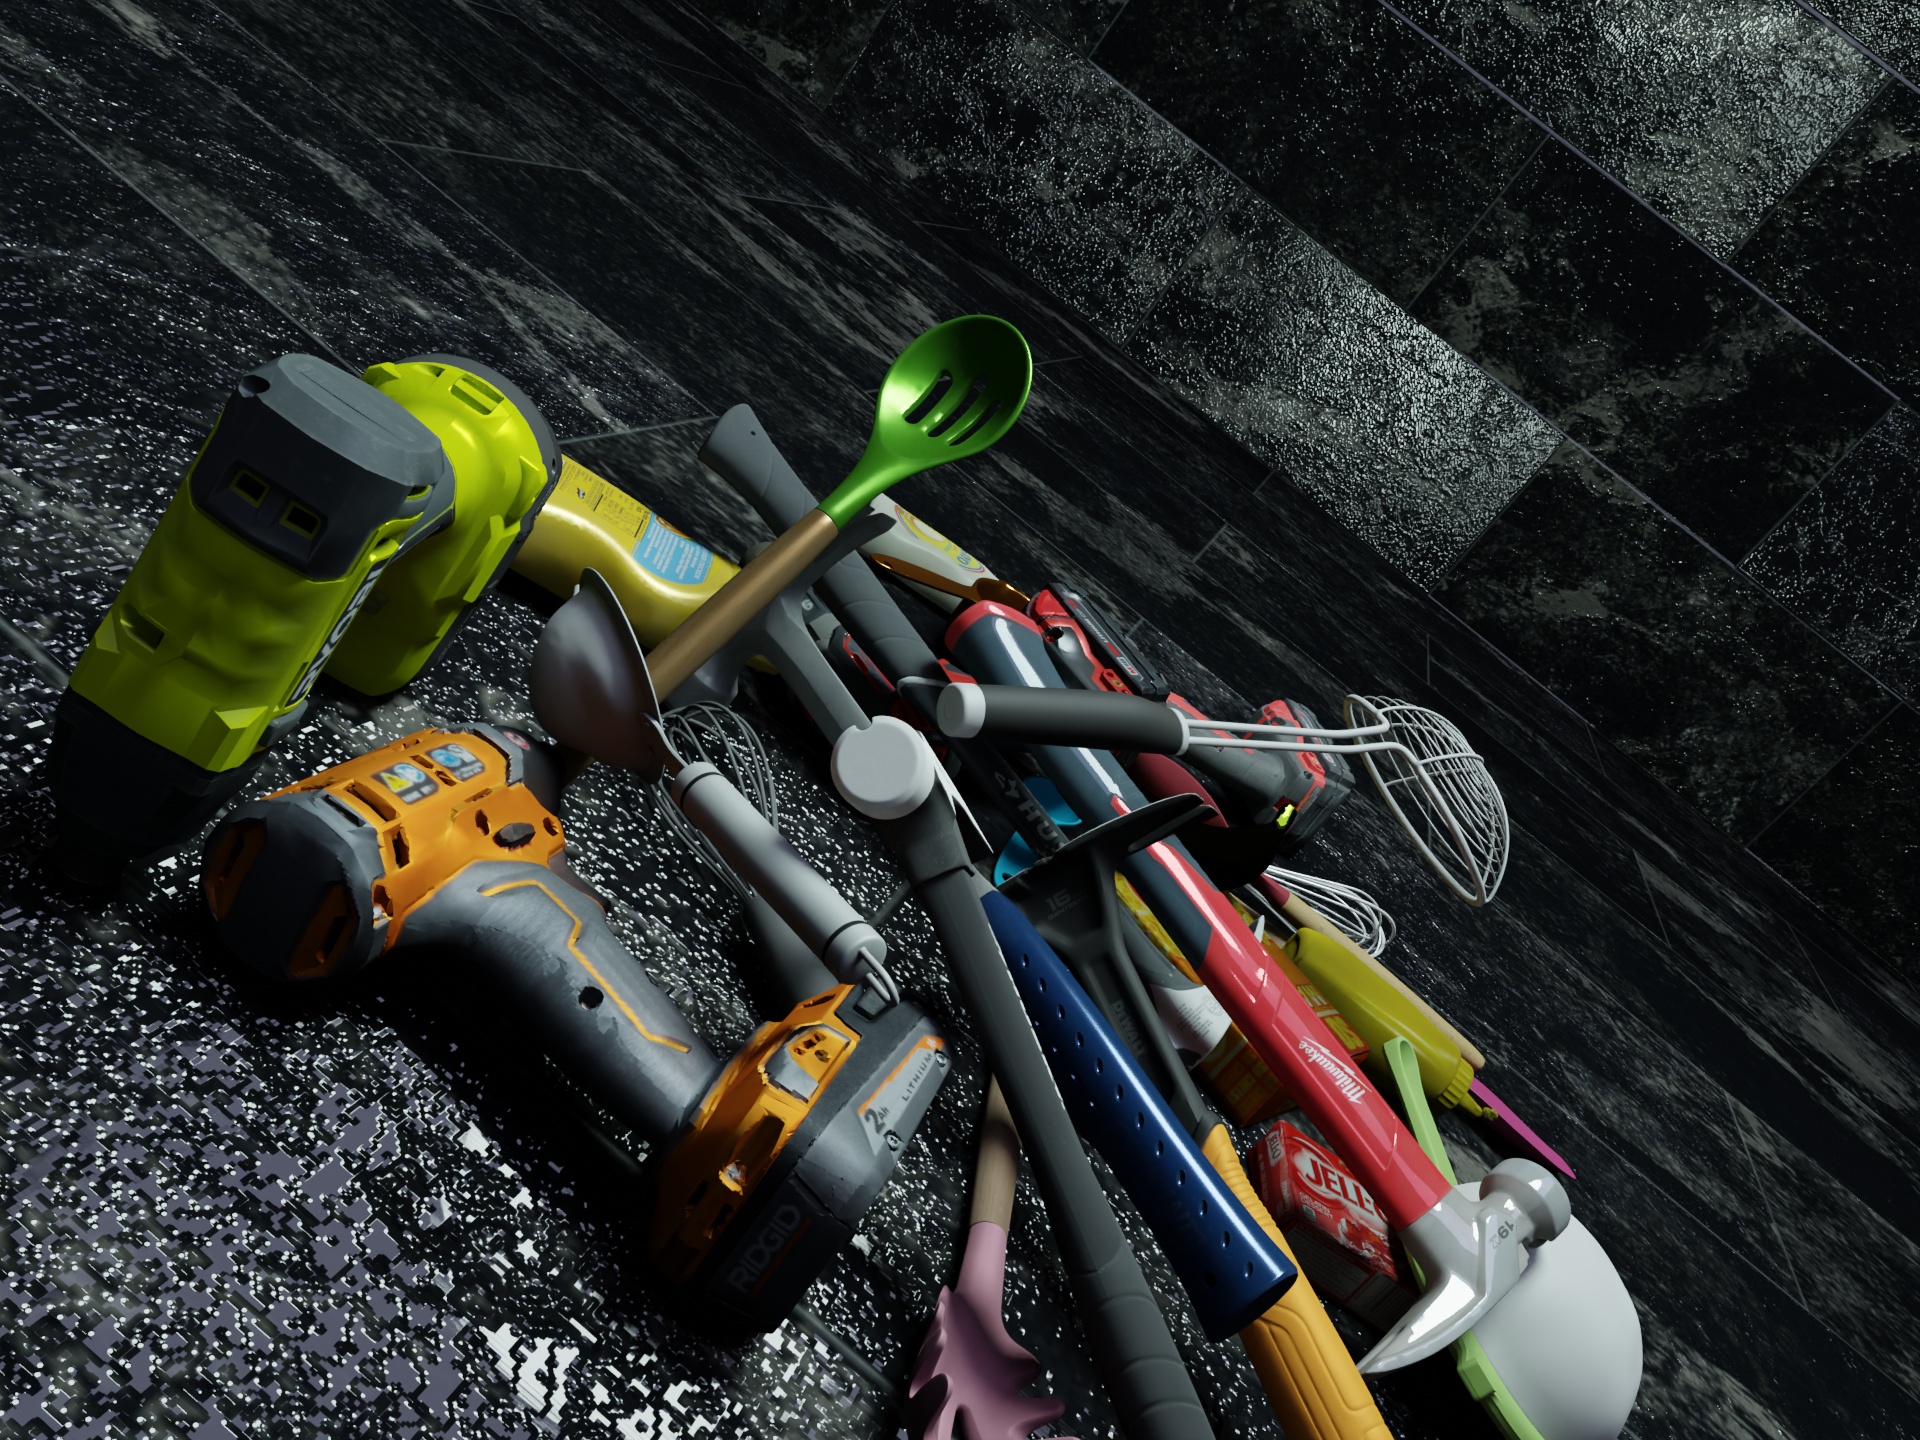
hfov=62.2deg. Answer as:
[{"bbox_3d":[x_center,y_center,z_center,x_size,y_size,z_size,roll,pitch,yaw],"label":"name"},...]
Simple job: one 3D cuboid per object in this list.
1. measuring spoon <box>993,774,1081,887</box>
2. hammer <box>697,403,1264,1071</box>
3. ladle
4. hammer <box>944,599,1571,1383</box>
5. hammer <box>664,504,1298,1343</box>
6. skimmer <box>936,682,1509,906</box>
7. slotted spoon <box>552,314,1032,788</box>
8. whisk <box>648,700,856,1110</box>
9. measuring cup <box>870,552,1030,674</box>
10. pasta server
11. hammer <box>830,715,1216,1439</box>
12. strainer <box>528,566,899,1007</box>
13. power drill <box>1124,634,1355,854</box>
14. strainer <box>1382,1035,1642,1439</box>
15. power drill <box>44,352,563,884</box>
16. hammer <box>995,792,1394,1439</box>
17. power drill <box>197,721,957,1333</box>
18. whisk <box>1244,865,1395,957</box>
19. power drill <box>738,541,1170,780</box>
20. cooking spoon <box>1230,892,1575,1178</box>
[{"bbox_3d":[0.037,0.071,0.905,0.042,0.021,0.129,33,30,3],"label":"measuring spoon"},{"bbox_3d":[-0.001,-0.003,0.798,0.149,0.036,0.409,-25,72,-48],"label":"hammer"},{"bbox_3d":[0.220,0.127,1.001,0.315,0.031,0.069,39,-23,-14],"label":"ladle"},{"bbox_3d":[0.103,0.103,0.722,0.143,0.038,0.386,-25,69,-34],"label":"hammer"},{"bbox_3d":[0.005,0.069,0.673,0.035,0.144,0.406,18,29,-53],"label":"hammer"},{"bbox_3d":[0.131,0.031,0.755,0.363,0.090,0.127,5,41,-35],"label":"skimmer"},{"bbox_3d":[-0.078,-0.071,0.695,0.070,0.314,0.031,34,-23,23],"label":"slotted spoon"},{"bbox_3d":[-0.078,0.079,0.663,0.055,0.055,0.239,14,36,-47],"label":"whisk"},{"bbox_3d":[-0.002,-0.062,1.058,0.173,0.052,0.095,20,28,-34],"label":"measuring cup"},{"bbox_3d":[0.018,0.179,0.618,0.060,0.040,0.316,42,19,-9],"label":"pasta server"},{"bbox_3d":[0.039,0.163,0.542,0.146,0.035,0.335,61,5,-75],"label":"hammer"},{"bbox_3d":[-0.098,0.020,0.560,0.050,0.086,0.259,-24,44,-29],"label":"strainer"},{"bbox_3d":[0.172,0.003,1.172,0.219,0.078,0.143,25,24,-24],"label":"power drill"},{"bbox_3d":[0.272,0.244,0.788,0.151,0.069,0.257,44,22,-28],"label":"strainer"},{"bbox_3d":[-0.220,-0.046,0.543,0.080,0.171,0.223,34,13,-11],"label":"power drill"},{"bbox_3d":[0.112,0.191,0.622,0.034,0.127,0.337,37,24,-58],"label":"hammer"},{"bbox_3d":[-0.117,0.083,0.543,0.226,0.084,0.164,36,19,3],"label":"power drill"},{"bbox_3d":[0.180,0.094,1.038,0.246,0.059,0.058,28,48,-14],"label":"whisk"},{"bbox_3d":[-0.010,-0.034,0.923,0.226,0.080,0.188,-3,44,-42],"label":"power drill"},{"bbox_3d":[0.261,0.189,1.009,0.319,0.017,0.069,38,9,-1],"label":"cooking spoon"}]
